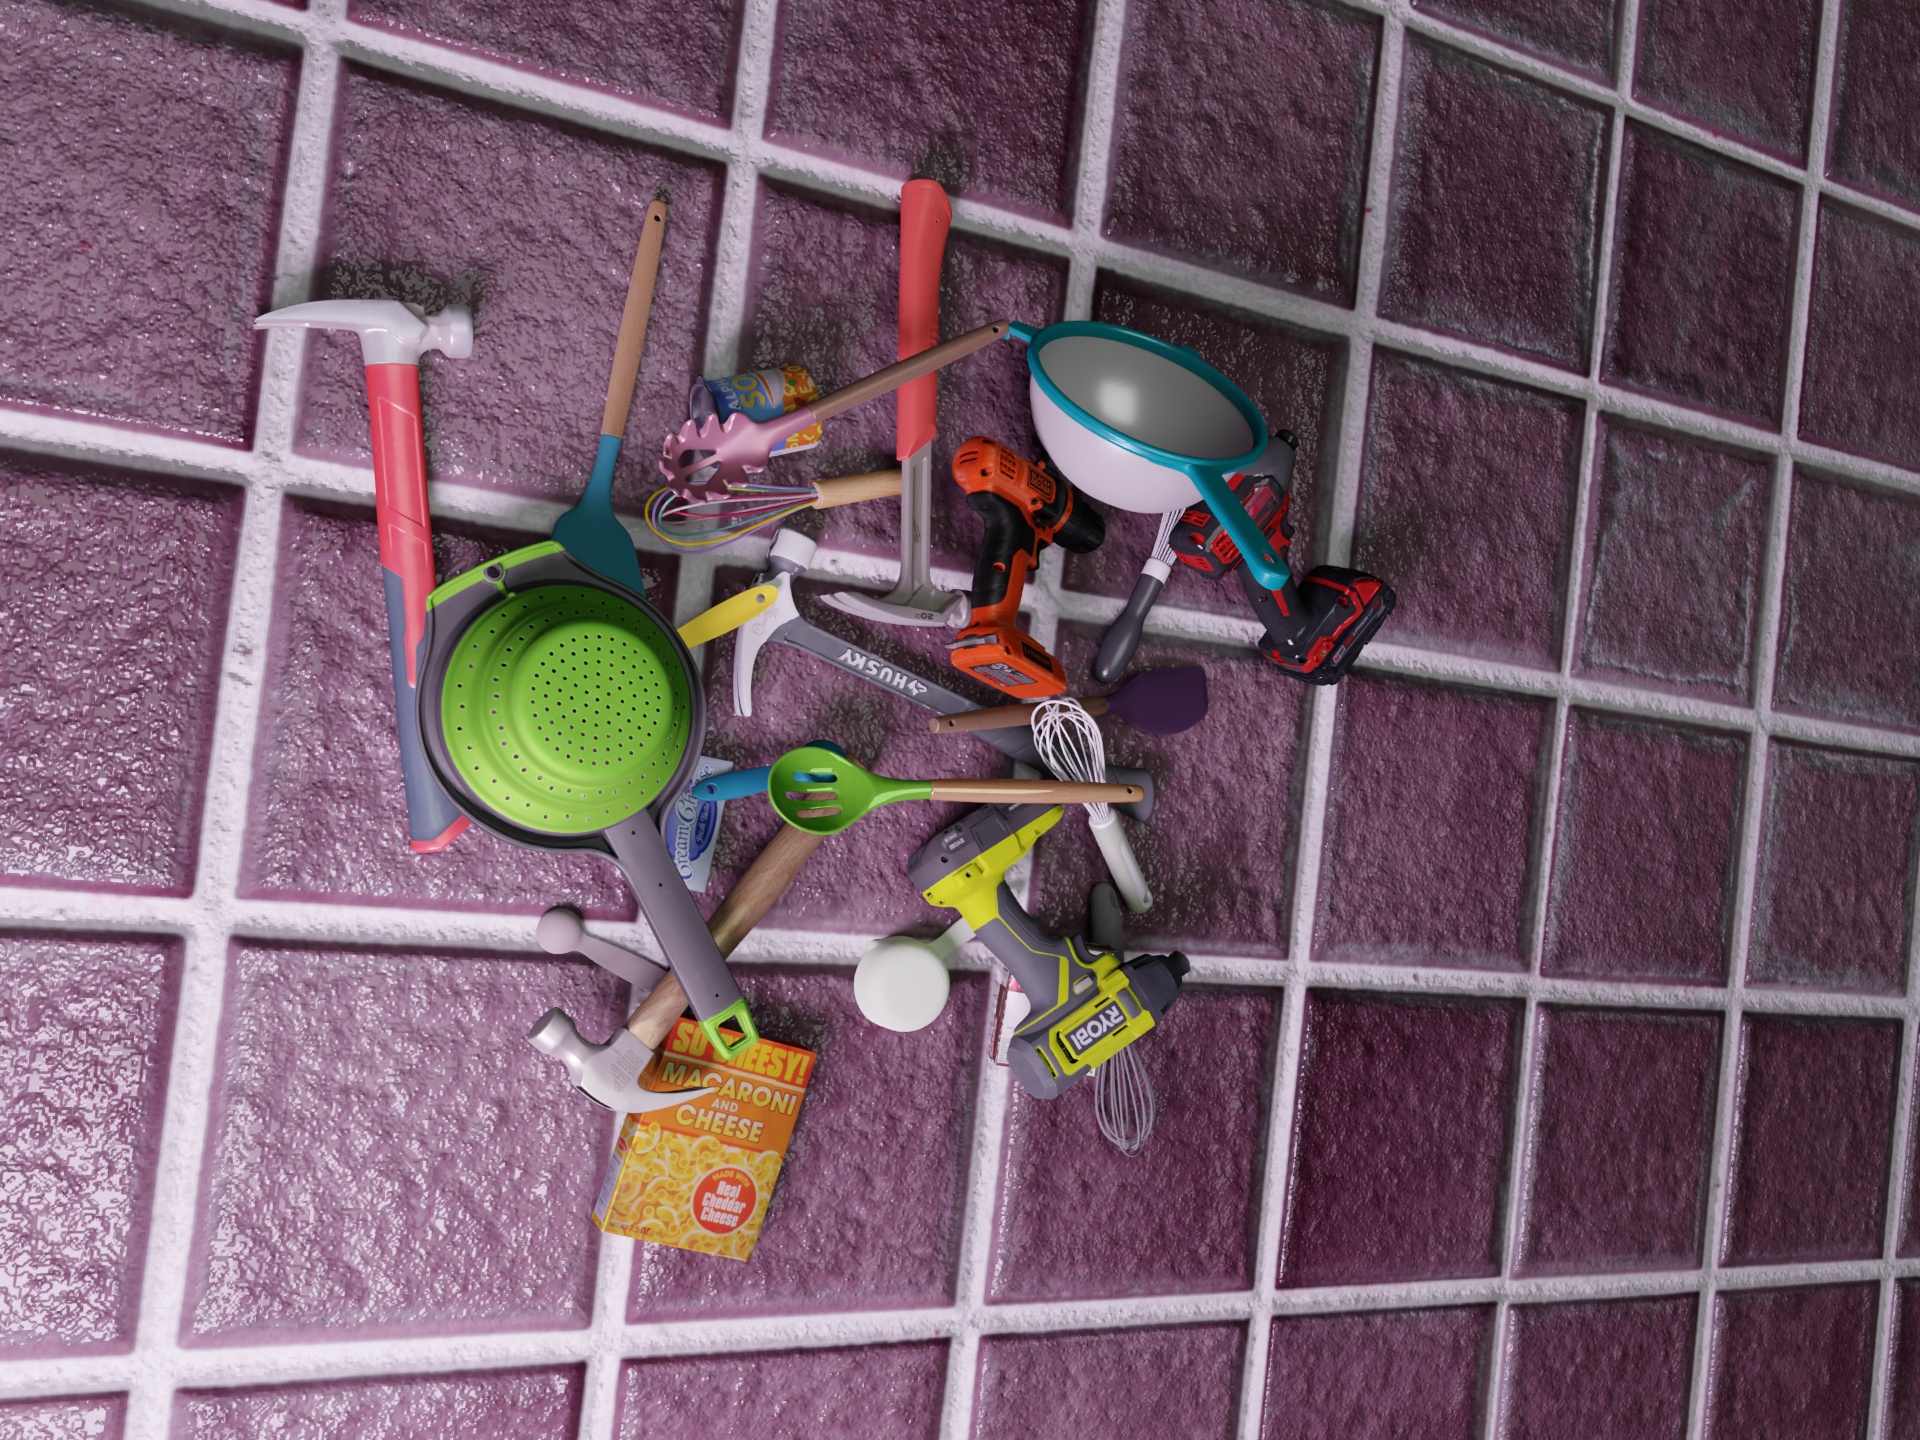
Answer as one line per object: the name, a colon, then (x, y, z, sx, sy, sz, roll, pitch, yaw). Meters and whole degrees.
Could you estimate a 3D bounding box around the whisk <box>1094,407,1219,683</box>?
whisk: (0.187, -0.159, 1.395, 0.070, 0.070, 0.284, 29, 84, -24)

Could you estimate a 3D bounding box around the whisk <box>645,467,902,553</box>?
whisk: (-0.133, -0.175, 1.234, 0.245, 0.047, 0.051, -16, 133, -35)

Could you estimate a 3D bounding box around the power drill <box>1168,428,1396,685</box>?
power drill: (0.285, -0.143, 1.395, 0.143, 0.079, 0.219, -52, 125, -8)

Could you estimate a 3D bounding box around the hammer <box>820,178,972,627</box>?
hammer: (-0.042, -0.255, 1.265, 0.149, 0.037, 0.359, 6, 82, -43)

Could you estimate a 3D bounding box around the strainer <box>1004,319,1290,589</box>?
strainer: (0.162, -0.193, 1.281, 0.211, 0.341, 0.095, 0, 134, -28)

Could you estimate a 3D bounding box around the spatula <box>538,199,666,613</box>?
spatula: (-0.250, -0.237, 1.186, 0.082, 0.044, 0.317, 12, 85, -28)

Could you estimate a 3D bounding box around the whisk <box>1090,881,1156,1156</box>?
whisk: (0.137, 0.259, 1.385, 0.055, 0.055, 0.239, -5, 89, -26)

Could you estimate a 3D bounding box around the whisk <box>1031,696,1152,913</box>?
whisk: (0.118, 0.076, 1.338, 0.246, 0.059, 0.058, 64, 38, -35)

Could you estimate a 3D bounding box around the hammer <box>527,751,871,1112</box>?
hammer: (-0.171, 0.154, 1.207, 0.130, 0.031, 0.331, 47, 62, -17)

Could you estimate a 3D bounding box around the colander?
colander: (-0.228, 0.062, 1.106, 0.204, 0.094, 0.397, -30, 99, -27)

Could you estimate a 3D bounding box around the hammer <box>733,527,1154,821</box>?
hammer: (-0.002, -0.004, 1.316, 0.408, 0.036, 0.149, 26, 81, -24)

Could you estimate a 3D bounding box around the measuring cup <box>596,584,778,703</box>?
measuring cup: (-0.210, -0.064, 1.210, 0.156, 0.029, 0.062, -29, 103, -18)

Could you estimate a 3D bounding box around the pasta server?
pasta server: (-0.088, -0.241, 1.194, 0.316, 0.040, 0.060, -29, 101, -23)

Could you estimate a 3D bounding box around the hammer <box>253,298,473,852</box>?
hammer: (-0.403, -0.099, 1.118, 0.143, 0.038, 0.386, -5, 93, -24)

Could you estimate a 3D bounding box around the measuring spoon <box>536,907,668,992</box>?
measuring spoon: (-0.263, 0.180, 1.202, 0.124, 0.018, 0.034, 32, 77, -24)

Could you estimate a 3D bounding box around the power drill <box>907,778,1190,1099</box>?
power drill: (0.073, 0.169, 1.293, 0.171, 0.080, 0.223, -30, 84, -24)

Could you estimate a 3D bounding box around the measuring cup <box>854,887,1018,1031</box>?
measuring cup: (-0.010, 0.192, 1.313, 0.167, 0.038, 0.083, -35, 106, -19)

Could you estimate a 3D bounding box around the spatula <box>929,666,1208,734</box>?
spatula: (0.102, -0.009, 1.344, 0.315, 0.018, 0.060, -6, 91, -38)

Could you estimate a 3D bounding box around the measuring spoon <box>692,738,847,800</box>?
measuring spoon: (-0.144, 0.040, 1.224, 0.128, 0.021, 0.042, -12, 73, -27)

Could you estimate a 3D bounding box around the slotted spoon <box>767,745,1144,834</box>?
slotted spoon: (0.000, 0.057, 1.248, 0.313, 0.031, 0.070, 1, 70, -19)
